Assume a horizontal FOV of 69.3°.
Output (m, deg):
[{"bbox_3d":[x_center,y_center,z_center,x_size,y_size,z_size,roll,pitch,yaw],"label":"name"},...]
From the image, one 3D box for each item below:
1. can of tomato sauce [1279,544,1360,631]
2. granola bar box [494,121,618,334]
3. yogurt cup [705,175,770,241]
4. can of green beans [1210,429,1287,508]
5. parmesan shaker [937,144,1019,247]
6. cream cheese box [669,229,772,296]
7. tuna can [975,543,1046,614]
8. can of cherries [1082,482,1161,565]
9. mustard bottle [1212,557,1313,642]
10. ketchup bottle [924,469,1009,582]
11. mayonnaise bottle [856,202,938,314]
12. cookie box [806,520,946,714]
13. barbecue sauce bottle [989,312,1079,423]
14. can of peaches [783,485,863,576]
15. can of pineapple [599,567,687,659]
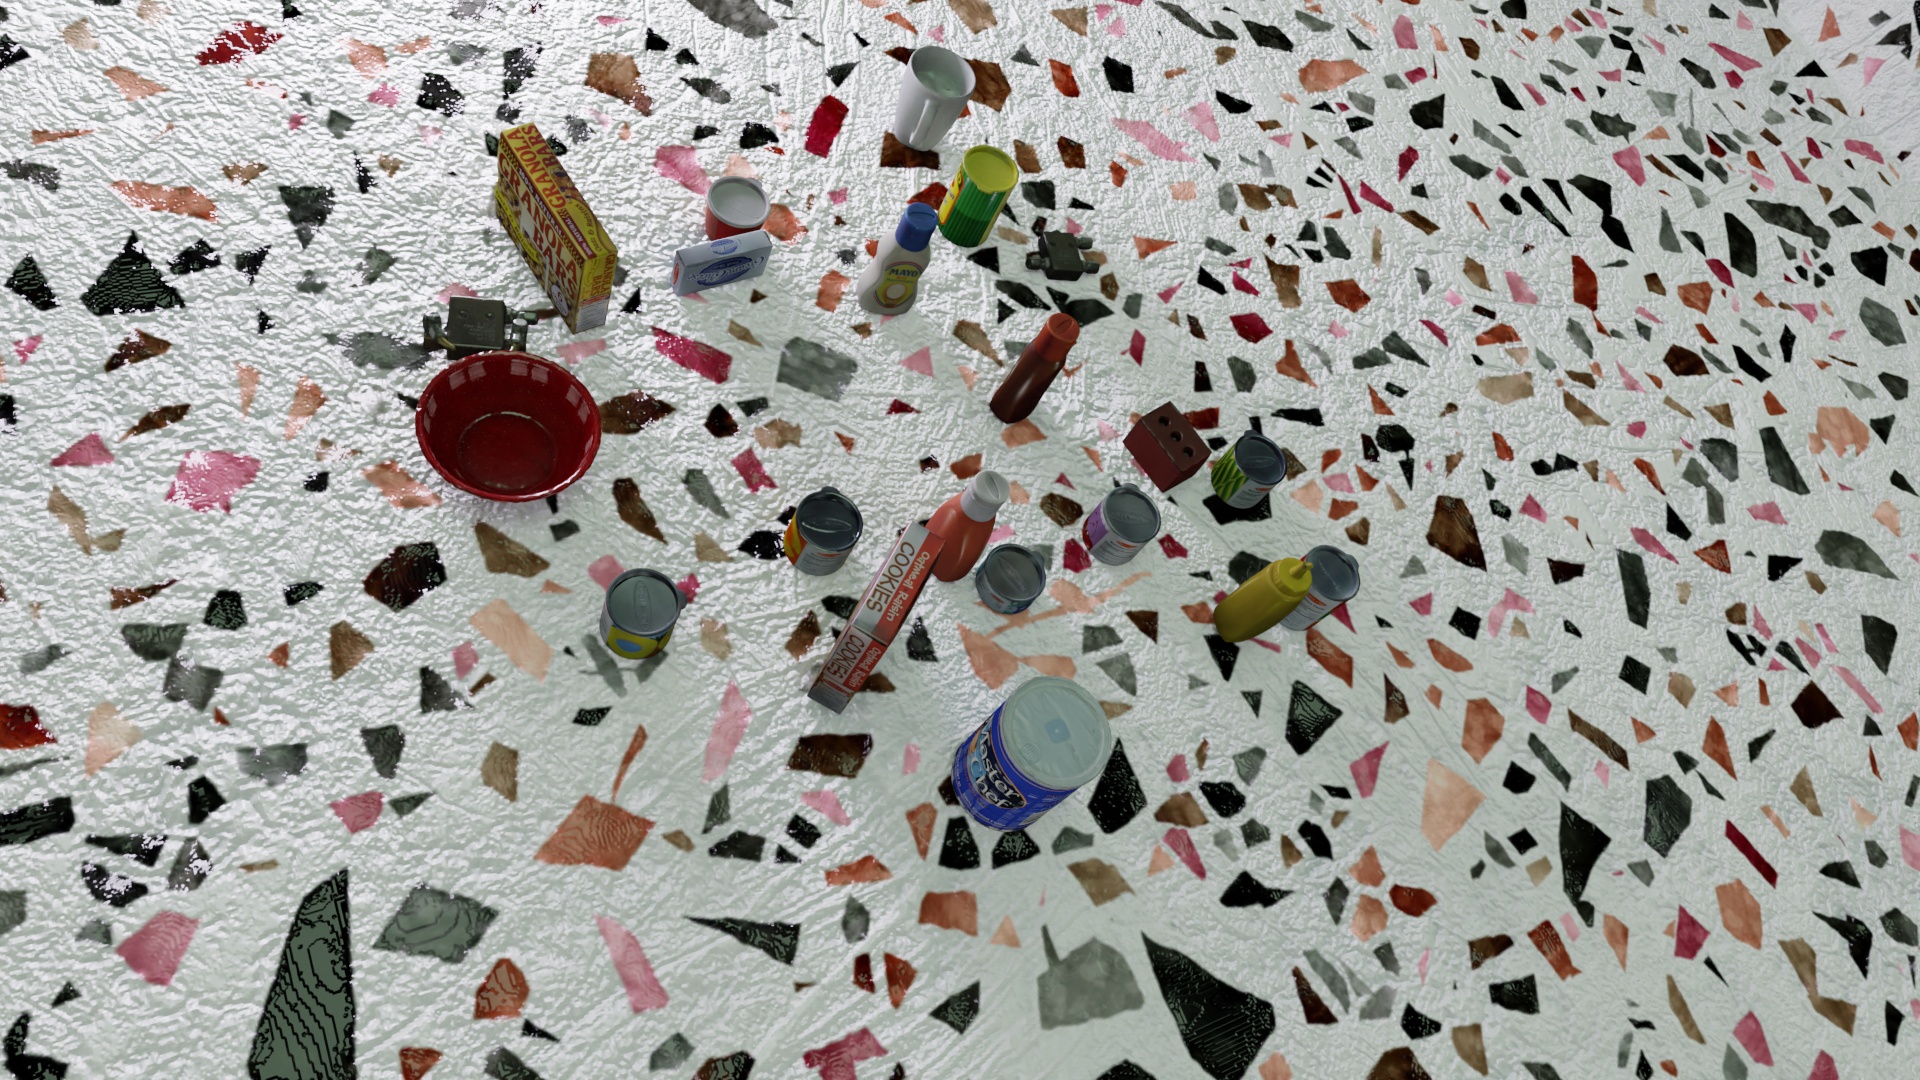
[{"bbox_3d":[0.378,0.051,1.489,0.071,0.082,0.071,9,60,-16],"label":"can of tomato sauce"},{"bbox_3d":[-0.398,-0.303,1.358,0.039,0.123,0.166,-27,75,-31],"label":"granola bar box"},{"bbox_3d":[-0.241,-0.346,1.484,0.072,0.053,0.073,9,60,-16],"label":"yogurt cup"},{"bbox_3d":[0.322,-0.077,1.552,0.071,0.057,0.071,9,60,-16],"label":"can of green beans"},{"bbox_3d":[0.017,-0.387,1.577,0.071,0.102,0.071,9,60,-16],"label":"parmesan shaker"},{"bbox_3d":[-0.251,-0.290,1.450,0.104,0.053,0.024,-21,73,-29],"label":"cream cheese box"},{"bbox_3d":[0.052,0.038,1.400,0.071,0.032,0.071,9,60,-16],"label":"tuna can"},{"bbox_3d":[0.169,-0.017,1.460,0.071,0.058,0.072,9,60,-16],"label":"can of cherries"},{"bbox_3d":[0.318,0.054,1.418,0.065,0.159,0.049,-14,69,-27],"label":"mustard bottle"},{"bbox_3d":[0.005,-0.017,1.343,0.044,0.148,0.065,-15,69,-27],"label":"ketchup bottle"},{"bbox_3d":[-0.063,-0.296,1.469,0.065,0.147,0.041,2,63,-20],"label":"mayonnaise bottle"},{"bbox_3d":[-0.077,0.072,1.252,0.040,0.166,0.123,30,57,-4],"label":"cookie box"},{"bbox_3d":[0.081,-0.182,1.463,0.044,0.147,0.065,46,57,6],"label":"barbecue sauce bottle"},{"bbox_3d":[-0.133,-0.008,1.339,0.071,0.057,0.071,9,60,-16],"label":"can of peaches"},{"bbox_3d":[-0.284,0.067,1.240,0.071,0.057,0.071,9,60,-16],"label":"can of pineapple"}]
